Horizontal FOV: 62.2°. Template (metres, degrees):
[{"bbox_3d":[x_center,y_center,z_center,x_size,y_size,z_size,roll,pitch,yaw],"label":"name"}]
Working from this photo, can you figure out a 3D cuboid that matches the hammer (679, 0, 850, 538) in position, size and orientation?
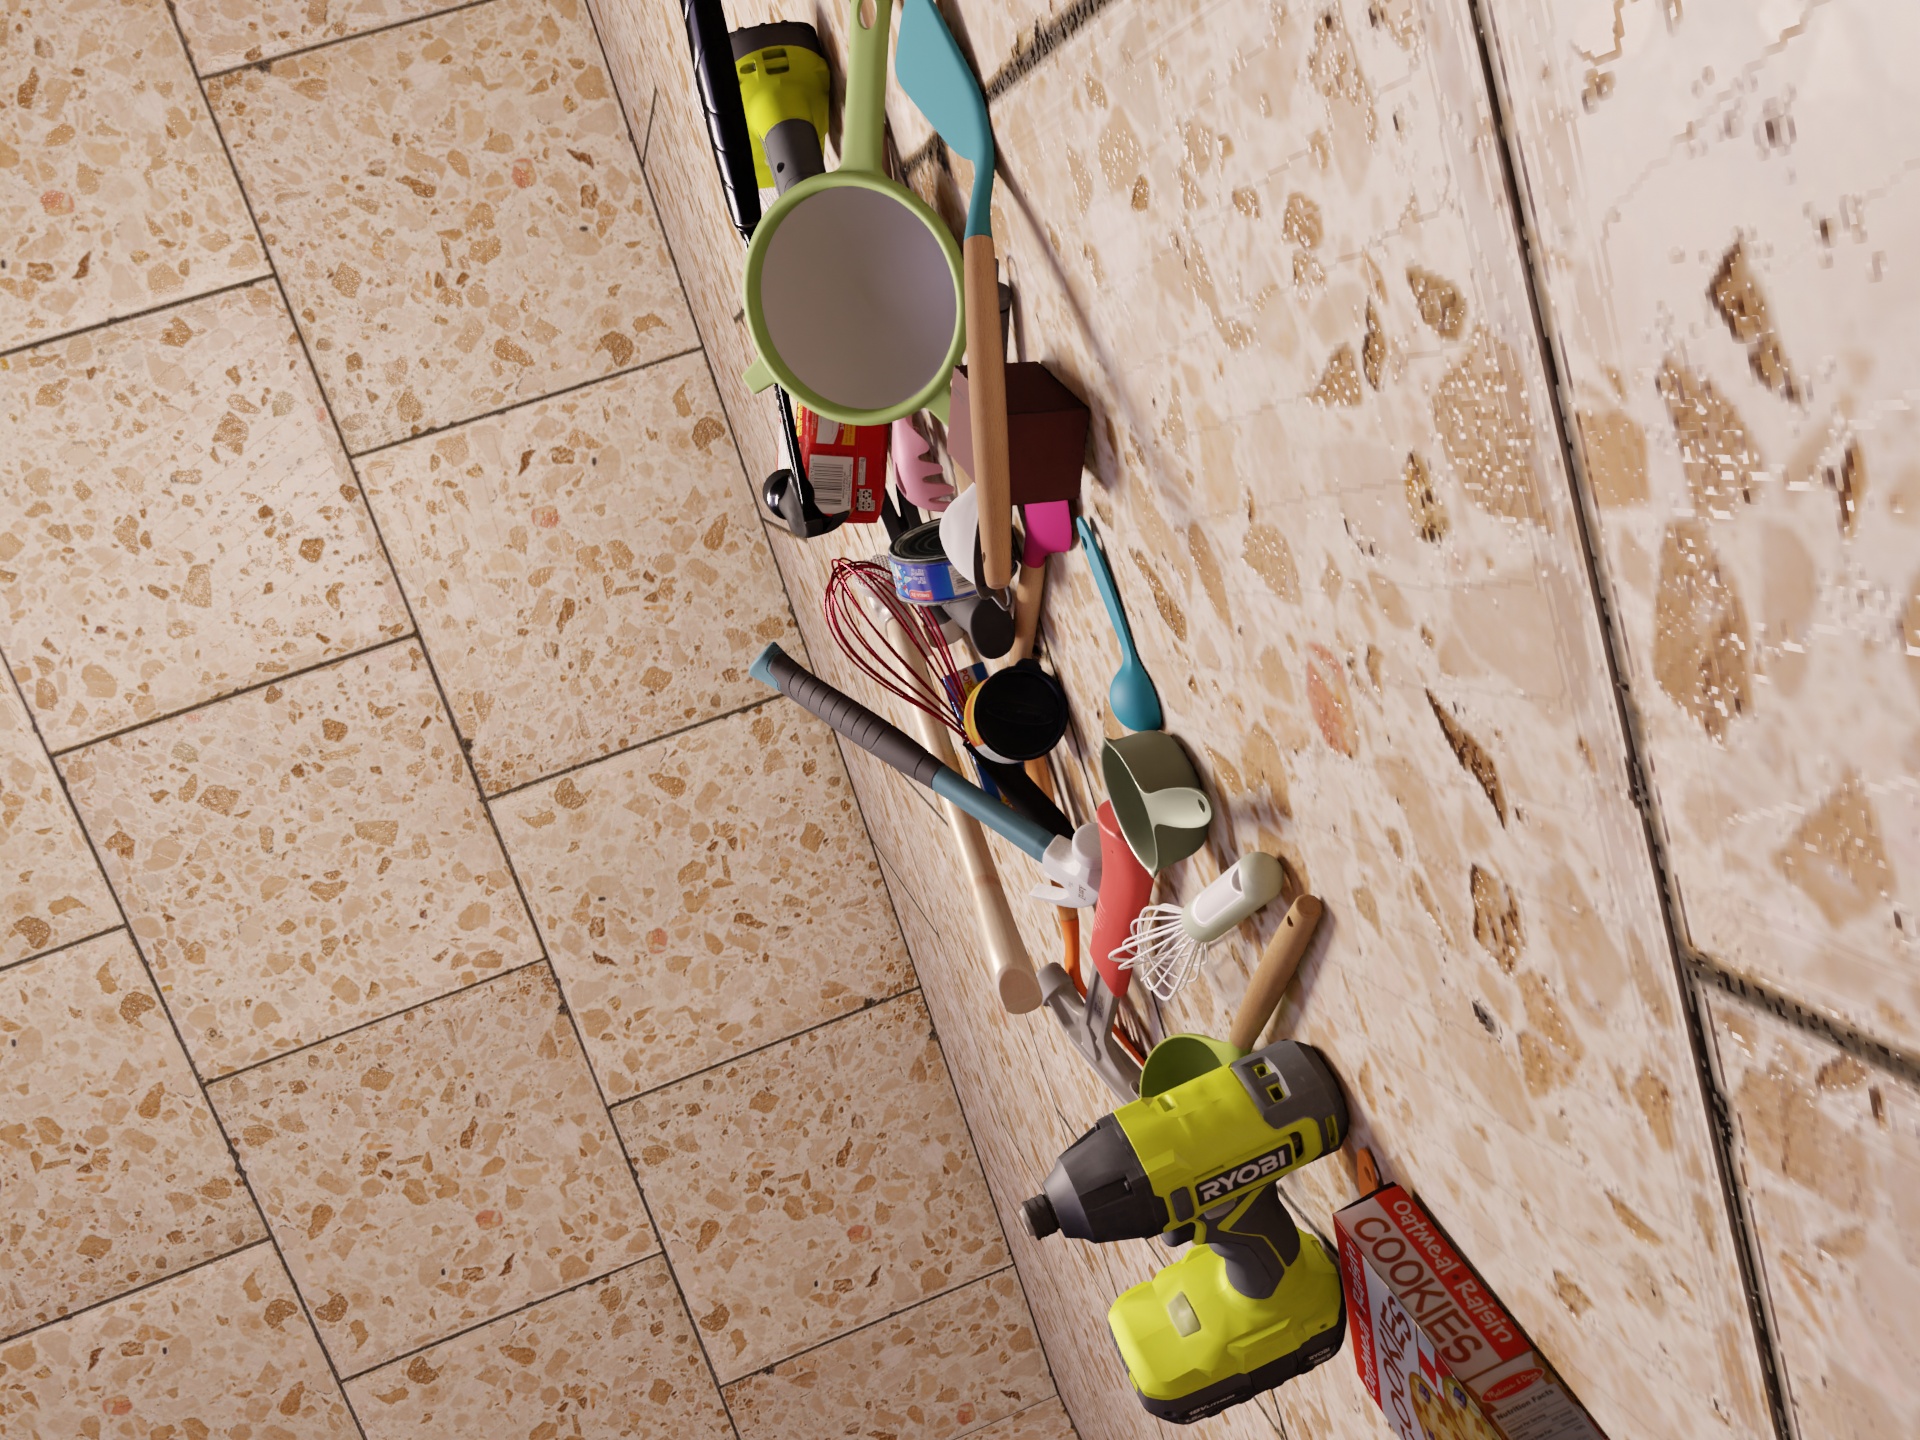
[{"bbox_3d":[-0.138,-0.312,1.044,0.149,0.036,0.408,-132,28,-62],"label":"hammer"}]

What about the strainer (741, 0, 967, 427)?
[{"bbox_3d":[-0.050,-0.311,0.962,0.069,0.151,0.256,-44,-37,-60],"label":"strainer"}]

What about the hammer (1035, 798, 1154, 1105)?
[{"bbox_3d":[0.110,0.163,1.086,0.149,0.037,0.358,47,158,25],"label":"hammer"}]

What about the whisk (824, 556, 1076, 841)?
[{"bbox_3d":[-0.002,-0.004,1.182,0.295,0.073,0.073,50,174,-8],"label":"whisk"}]

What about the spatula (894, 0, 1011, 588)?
[{"bbox_3d":[0.000,-0.218,0.804,0.082,0.044,0.318,124,143,-72],"label":"spatula"}]

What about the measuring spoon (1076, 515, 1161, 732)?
[{"bbox_3d":[0.081,-0.051,0.893,0.042,0.021,0.128,-165,55,-79],"label":"measuring spoon"}]

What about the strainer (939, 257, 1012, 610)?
[{"bbox_3d":[0.014,-0.166,0.959,0.258,0.050,0.087,93,-166,-48],"label":"strainer"}]

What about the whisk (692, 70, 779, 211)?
[{"bbox_3d":[-0.159,-0.452,1.394,0.070,0.070,0.284,-134,20,-69],"label":"whisk"}]

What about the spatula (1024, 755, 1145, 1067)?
[{"bbox_3d":[0.089,0.130,1.251,0.081,0.041,0.322,-140,35,-71],"label":"spatula"}]

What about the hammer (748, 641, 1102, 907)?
[{"bbox_3d":[-0.026,0.034,1.181,0.331,0.033,0.128,33,157,19],"label":"hammer"}]

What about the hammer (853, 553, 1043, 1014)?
[{"bbox_3d":[-0.006,0.056,1.303,0.146,0.038,0.411,65,-175,-56],"label":"hammer"}]

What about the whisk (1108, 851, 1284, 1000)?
[{"bbox_3d":[0.131,0.112,0.877,0.246,0.059,0.058,111,156,-70],"label":"whisk"}]

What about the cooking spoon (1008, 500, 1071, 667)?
[{"bbox_3d":[0.046,-0.092,1.030,0.318,0.017,0.069,93,158,-67],"label":"cooking spoon"}]

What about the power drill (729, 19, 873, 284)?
[{"bbox_3d":[-0.112,-0.355,1.131,0.190,0.080,0.229,101,154,-68],"label":"power drill"}]

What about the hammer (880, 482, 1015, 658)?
[{"bbox_3d":[-0.010,-0.103,1.217,0.335,0.035,0.146,-130,18,-74],"label":"hammer"}]

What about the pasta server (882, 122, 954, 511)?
[{"bbox_3d":[-0.039,-0.275,1.134,0.316,0.040,0.060,85,163,-46],"label":"pasta server"}]

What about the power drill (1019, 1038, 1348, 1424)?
[{"bbox_3d":[0.129,0.284,0.868,0.080,0.171,0.223,-121,11,-50],"label":"power drill"}]

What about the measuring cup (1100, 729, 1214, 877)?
[{"bbox_3d":[0.117,0.040,0.834,0.167,0.038,0.083,164,87,-79],"label":"measuring cup"}]

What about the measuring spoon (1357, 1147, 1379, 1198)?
[{"bbox_3d":[0.218,0.268,0.813,0.021,0.011,0.117,-134,29,-72],"label":"measuring spoon"}]

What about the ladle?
[{"bbox_3d":[0.148,0.169,0.870,0.320,0.062,0.078,91,157,-60],"label":"ladle"}]
